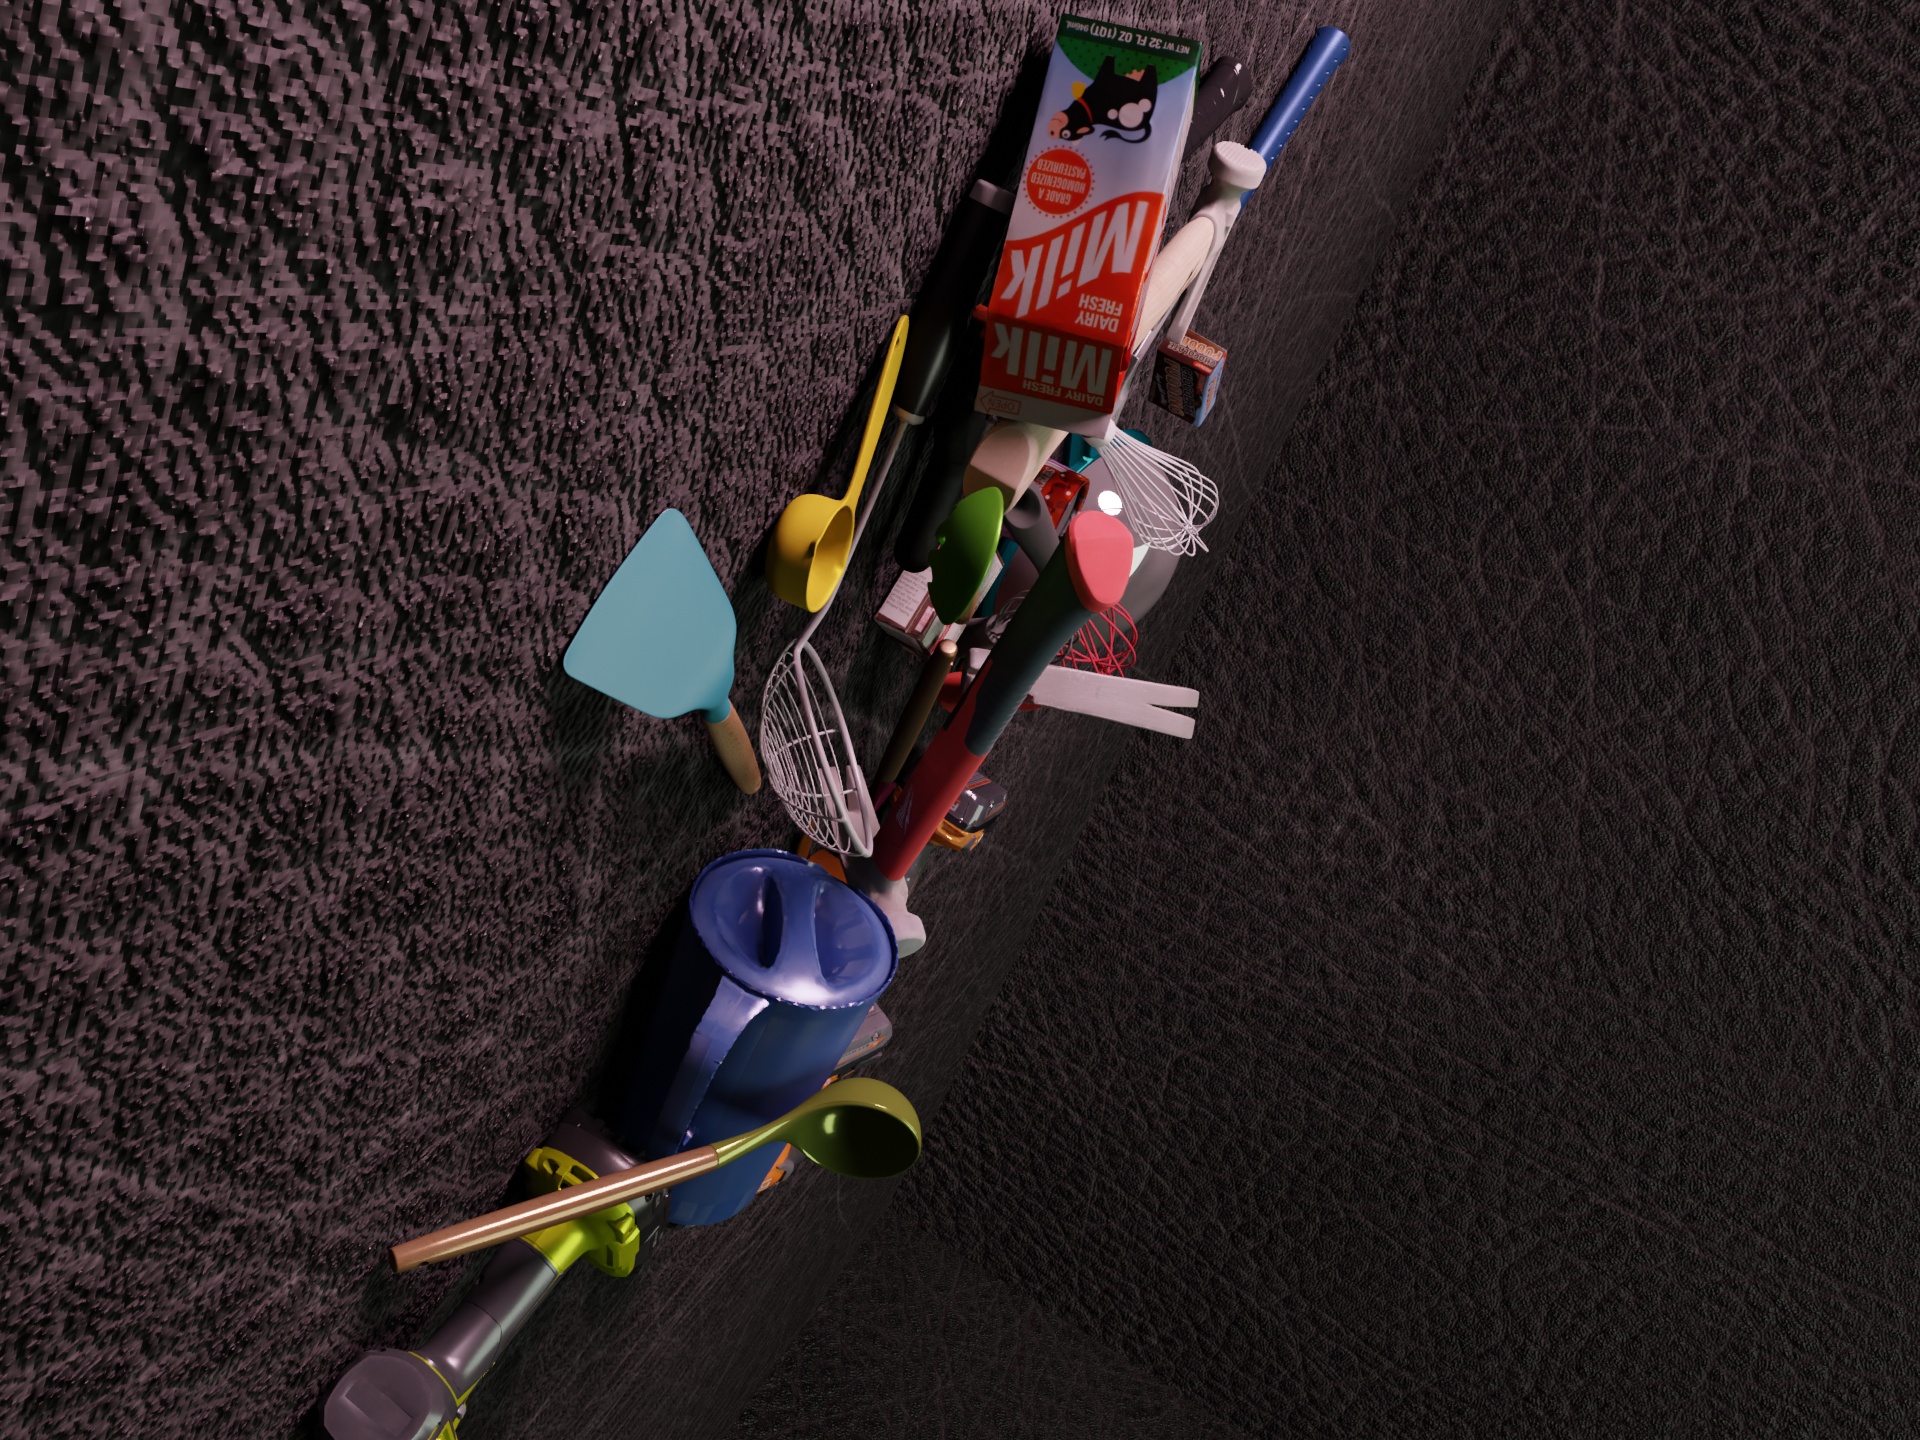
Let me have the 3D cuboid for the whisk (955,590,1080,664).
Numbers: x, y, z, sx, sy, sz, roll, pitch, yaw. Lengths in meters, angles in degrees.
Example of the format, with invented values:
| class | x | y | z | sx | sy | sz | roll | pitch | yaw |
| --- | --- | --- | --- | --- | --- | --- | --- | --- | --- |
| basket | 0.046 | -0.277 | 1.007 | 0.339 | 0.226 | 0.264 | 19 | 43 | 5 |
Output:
| class | x | y | z | sx | sy | sz | roll | pitch | yaw |
| --- | --- | --- | --- | --- | --- | --- | --- | --- | --- |
| whisk | 0.029 | -0.061 | 1.124 | 0.055 | 0.055 | 0.239 | -59 | -165 | -11 |

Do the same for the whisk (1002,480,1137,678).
| class | x | y | z | sx | sy | sz | roll | pitch | yaw |
| --- | --- | --- | --- | --- | --- | --- | --- | --- | --- |
| whisk | 0.072 | -0.094 | 1.123 | 0.073 | 0.073 | 0.295 | -58 | 152 | -12 |

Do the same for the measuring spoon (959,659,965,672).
| class | x | y | z | sx | sy | sz | roll | pitch | yaw |
| --- | --- | --- | --- | --- | --- | --- | --- | --- | --- |
| measuring spoon | 0.026 | -0.079 | 1.373 | 0.117 | 0.011 | 0.021 | -58 | 160 | -34 |

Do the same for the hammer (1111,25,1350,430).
| class | x | y | z | sx | sy | sz | roll | pitch | yaw |
| --- | --- | --- | --- | --- | --- | --- | --- | --- | --- |
| hammer | 0.210 | -0.405 | 1.298 | 0.405 | 0.035 | 0.144 | -59 | 170 | -11 |

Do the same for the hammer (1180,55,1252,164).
| class | x | y | z | sx | sy | sz | roll | pitch | yaw |
| --- | --- | --- | --- | --- | --- | --- | --- | --- | --- |
| hammer | 0.109 | -0.337 | 1.005 | 0.335 | 0.035 | 0.146 | -52 | 166 | -39 |

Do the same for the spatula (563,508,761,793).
| class | x | y | z | sx | sy | sz | roll | pitch | yaw |
| --- | --- | --- | --- | --- | --- | --- | --- | --- | --- |
| spatula | -0.128 | -0.007 | 0.796 | 0.082 | 0.044 | 0.317 | -59 | 174 | -14 |

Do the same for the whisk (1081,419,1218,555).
| class | x | y | z | sx | sy | sz | roll | pitch | yaw |
| --- | --- | --- | --- | --- | --- | --- | --- | --- | --- |
| whisk | 0.109 | -0.189 | 1.110 | 0.284 | 0.070 | 0.070 | 33 | 86 | -53 |

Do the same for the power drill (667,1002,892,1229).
| class | x | y | z | sx | sy | sz | roll | pitch | yaw |
| --- | --- | --- | --- | --- | --- | --- | --- | --- | --- |
| power drill | -0.139 | 0.286 | 1.219 | 0.164 | 0.084 | 0.226 | -15 | 144 | -45 |

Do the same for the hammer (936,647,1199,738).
| class | x | y | z | sx | sy | sz | roll | pitch | yaw |
| --- | --- | --- | --- | --- | --- | --- | --- | --- | --- |
| hammer | 0.046 | -0.018 | 1.145 | 0.359 | 0.149 | 0.037 | -178 | -82 | -80 |

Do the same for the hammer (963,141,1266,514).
| class | x | y | z | sx | sy | sz | roll | pitch | yaw |
| --- | --- | --- | --- | --- | --- | --- | --- | --- | --- |
| hammer | 0.092 | -0.225 | 0.973 | 0.411 | 0.038 | 0.146 | -54 | 171 | -47 |

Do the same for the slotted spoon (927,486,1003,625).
| class | x | y | z | sx | sy | sz | roll | pitch | yaw |
| --- | --- | --- | --- | --- | --- | --- | --- | --- | --- |
| slotted spoon | 0.000 | -0.075 | 0.879 | 0.314 | 0.031 | 0.070 | 97 | 12 | -87 |

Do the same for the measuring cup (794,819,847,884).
| class | x | y | z | sx | sy | sz | roll | pitch | yaw |
| --- | --- | --- | --- | --- | --- | --- | --- | --- | --- |
| measuring cup | -0.101 | 0.128 | 1.188 | 0.095 | 0.052 | 0.173 | -54 | 170 | -30 |

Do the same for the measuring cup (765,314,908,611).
| class | x | y | z | sx | sy | sz | roll | pitch | yaw |
| --- | --- | --- | --- | --- | --- | --- | --- | --- | --- |
| measuring cup | -0.061 | -0.132 | 0.795 | 0.062 | 0.029 | 0.156 | 36 | 72 | -80 |

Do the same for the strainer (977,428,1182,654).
| class | x | y | z | sx | sy | sz | roll | pitch | yaw |
| --- | --- | --- | --- | --- | --- | --- | --- | --- | --- |
| strainer | 0.117 | -0.155 | 1.254 | 0.211 | 0.095 | 0.340 | -43 | 161 | -17 |

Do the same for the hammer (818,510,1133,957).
| class | x | y | z | sx | sy | sz | roll | pitch | yaw |
| --- | --- | --- | --- | --- | --- | --- | --- | --- | --- |
| hammer | -0.001 | -0.003 | 0.935 | 0.038 | 0.143 | 0.386 | -6 | 150 | -27 |

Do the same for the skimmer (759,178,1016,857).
| class | x | y | z | sx | sy | sz | roll | pitch | yaw |
| --- | --- | --- | --- | --- | --- | --- | --- | --- | --- |
| skimmer | -0.024 | -0.098 | 0.852 | 0.127 | 0.090 | 0.363 | -100 | -149 | -68 |

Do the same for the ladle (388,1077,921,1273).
| class | x | y | z | sx | sy | sz | roll | pitch | yaw |
| --- | --- | --- | --- | --- | --- | --- | --- | --- | --- |
| ladle | -0.159 | 0.265 | 0.899 | 0.320 | 0.062 | 0.078 | -8 | 143 | -39 |

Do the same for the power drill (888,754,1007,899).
| class | x | y | z | sx | sy | sz | roll | pitch | yaw |
| --- | --- | --- | --- | --- | --- | --- | --- | --- | --- |
| power drill | -0.050 | 0.139 | 1.402 | 0.226 | 0.084 | 0.185 | -58 | 171 | 8 |

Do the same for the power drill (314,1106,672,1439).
| class | x | y | z | sx | sy | sz | roll | pitch | yaw |
| --- | --- | --- | --- | --- | --- | --- | --- | --- | --- |
| power drill | -0.272 | 0.359 | 0.934 | 0.228 | 0.080 | 0.190 | -50 | 165 | -36 |

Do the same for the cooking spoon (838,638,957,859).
| class | x | y | z | sx | sy | sz | roll | pitch | yaw |
| --- | --- | --- | --- | --- | --- | --- | --- | --- | --- |
| cooking spoon | -0.049 | 0.027 | 1.169 | 0.069 | 0.017 | 0.318 | -54 | 176 | -33 |
